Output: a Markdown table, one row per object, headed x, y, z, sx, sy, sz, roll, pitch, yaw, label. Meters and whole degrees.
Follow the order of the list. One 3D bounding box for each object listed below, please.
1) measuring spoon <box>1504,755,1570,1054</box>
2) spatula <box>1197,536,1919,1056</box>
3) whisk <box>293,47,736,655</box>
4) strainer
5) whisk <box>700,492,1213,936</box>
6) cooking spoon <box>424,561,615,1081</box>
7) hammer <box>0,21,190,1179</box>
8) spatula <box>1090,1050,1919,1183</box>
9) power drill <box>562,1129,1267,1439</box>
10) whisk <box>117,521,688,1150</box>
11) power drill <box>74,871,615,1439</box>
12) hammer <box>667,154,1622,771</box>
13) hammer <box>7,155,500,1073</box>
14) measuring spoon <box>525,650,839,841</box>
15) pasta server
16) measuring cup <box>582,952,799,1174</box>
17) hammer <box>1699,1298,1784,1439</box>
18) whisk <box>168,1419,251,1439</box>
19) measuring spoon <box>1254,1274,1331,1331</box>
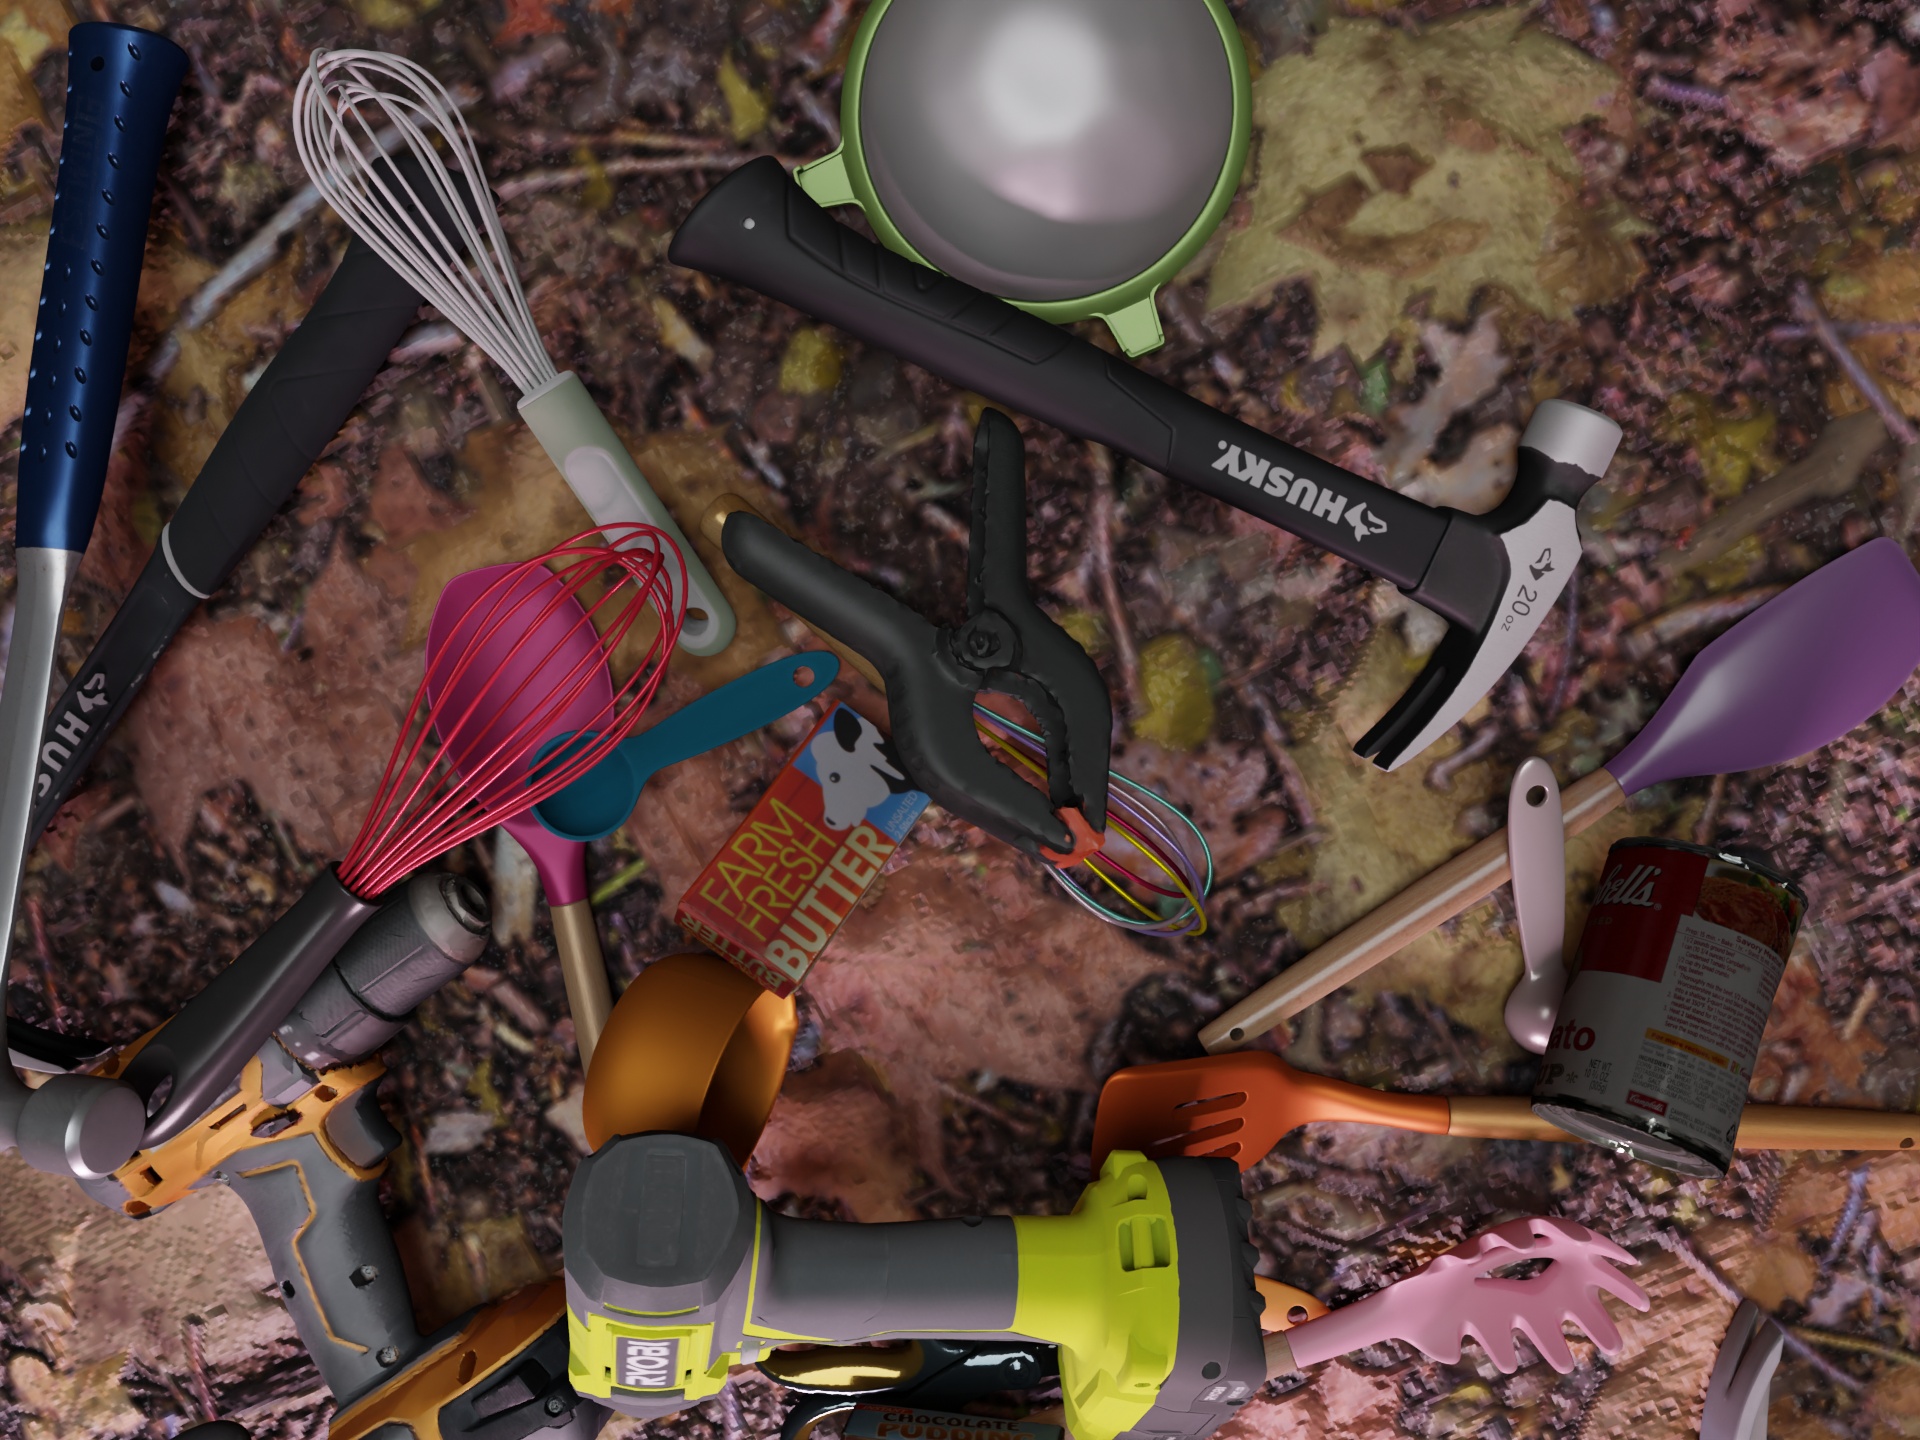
| x | y | z | sx | sy | sz | roll | pitch | yaw | label |
| --- | --- | --- | --- | --- | --- | --- | --- | --- | --- |
| 0.218 | 0.072 | 0.590 | 0.034 | 0.018 | 0.124 | -12 | 109 | -2 | measuring spoon |
| 0.225 | 0.040 | 0.600 | 0.316 | 0.018 | 0.059 | -34 | 98 | 6 | spatula |
| -0.154 | -0.126 | 0.571 | 0.058 | 0.059 | 0.246 | -28 | 108 | 11 | whisk |
| 0.052 | -0.266 | 0.549 | 0.151 | 0.069 | 0.256 | 25 | 99 | 0 | strainer |
| 0.000 | -0.003 | 0.597 | 0.245 | 0.047 | 0.051 | 41 | 98 | 2 | whisk |
| -0.150 | 0.096 | 0.628 | 0.068 | 0.017 | 0.319 | -12 | 96 | -12 | cooking spoon |
| -0.336 | -0.051 | 0.574 | 0.144 | 0.035 | 0.405 | 5 | 85 | 15 | hammer |
| 0.210 | 0.157 | 0.603 | 0.322 | 0.041 | 0.081 | 1 | 119 | 2 | spatula |
| -0.022 | 0.204 | 0.553 | 0.223 | 0.080 | 0.171 | 5 | 142 | -8 | power drill |
| -0.202 | 0.044 | 0.565 | 0.073 | 0.073 | 0.296 | 43 | 93 | -2 | whisk |
| -0.216 | 0.185 | 0.615 | 0.185 | 0.084 | 0.226 | -35 | 89 | 6 | power drill |
| 0.059 | -0.101 | 0.555 | 0.334 | 0.035 | 0.146 | 23 | 97 | -11 | hammer |
| -0.306 | -0.042 | 0.614 | 0.149 | 0.036 | 0.409 | 37 | 97 | -2 | hammer |
| -0.105 | 0.006 | 0.612 | 0.128 | 0.021 | 0.042 | -27 | 89 | -10 | measuring spoon |
| 0.104 | 0.257 | 0.614 | 0.316 | 0.040 | 0.060 | -21 | 108 | 4 | pasta server |
| -0.110 | 0.168 | 0.614 | 0.052 | 0.095 | 0.173 | 18 | 118 | 13 | measuring cup |
| 0.483 | 0.303 | 0.605 | 0.386 | 0.038 | 0.143 | 2 | 95 | 3 | hammer |
| -0.369 | 0.345 | 0.627 | 0.284 | 0.070 | 0.070 | -37 | 93 | 19 | whisk |
| 0.092 | 0.226 | 0.632 | 0.117 | 0.011 | 0.021 | 14 | 97 | 2 | measuring spoon |
